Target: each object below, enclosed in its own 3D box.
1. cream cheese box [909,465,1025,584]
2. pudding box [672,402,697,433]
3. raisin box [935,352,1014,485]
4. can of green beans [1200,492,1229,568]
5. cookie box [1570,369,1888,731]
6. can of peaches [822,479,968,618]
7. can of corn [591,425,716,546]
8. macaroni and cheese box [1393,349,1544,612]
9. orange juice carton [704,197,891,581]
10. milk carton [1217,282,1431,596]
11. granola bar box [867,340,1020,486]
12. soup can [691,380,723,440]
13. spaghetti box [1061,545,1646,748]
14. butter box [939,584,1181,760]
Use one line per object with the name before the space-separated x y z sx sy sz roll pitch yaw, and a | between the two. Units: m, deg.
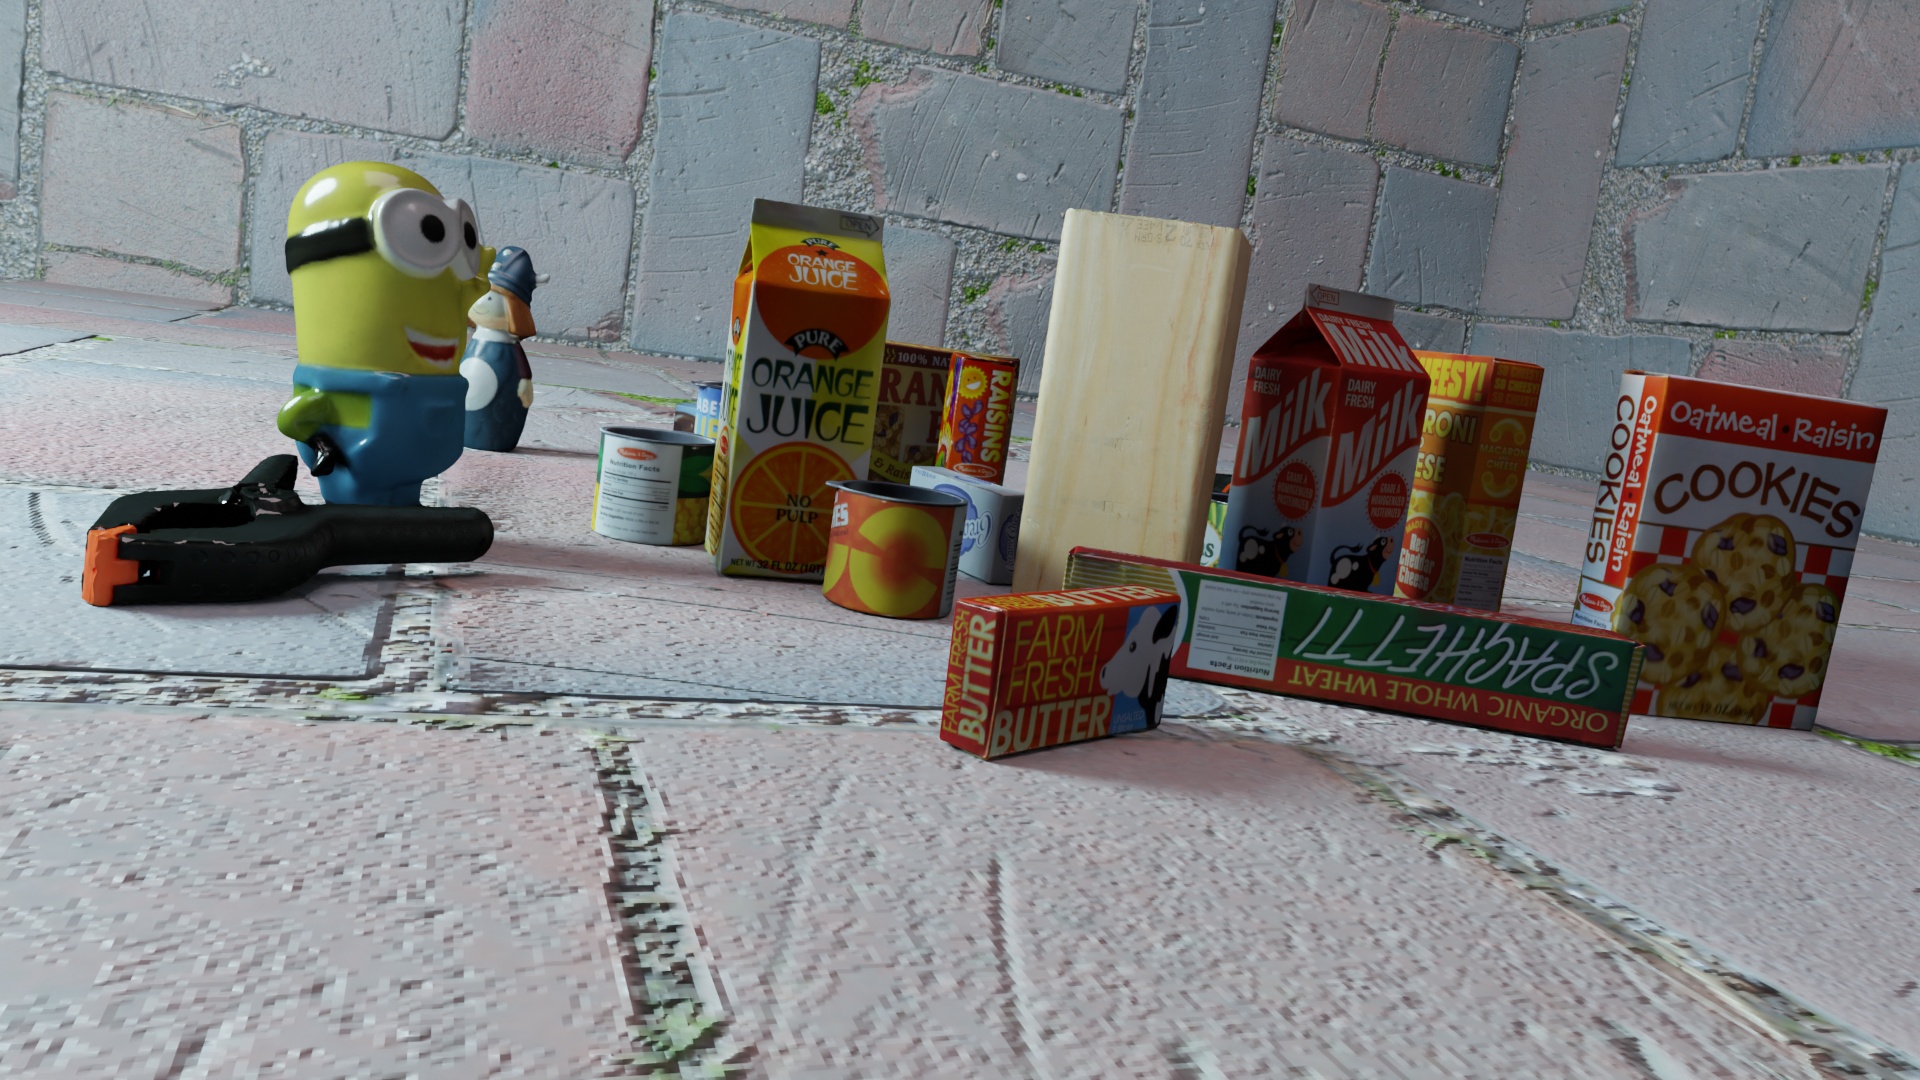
cream cheese box | 0.003 -0.010 0.827 0.024 0.053 0.104 3 10 -33
pudding box | -0.192 -0.081 1.120 0.084 0.049 0.030 12 9 27
raisin box | 0.007 -0.066 0.960 0.040 0.123 0.086 7 8 -6
can of green beans | 0.181 0.003 0.887 0.071 0.057 0.071 8 8 -1
cookie box | 0.379 0.005 0.696 0.123 0.167 0.040 7 8 -10
can of peaches | -0.035 0.003 0.688 0.071 0.058 0.071 8 8 -1
can of corn | -0.172 -0.032 0.789 0.071 0.058 0.071 8 8 -1
macaroni and cheese box | 0.294 -0.033 0.866 0.040 0.166 0.124 5 9 -18
orange juice carton | -0.086 -0.079 0.730 0.072 0.192 0.073 5 8 -18
milk carton | 0.204 -0.044 0.778 0.072 0.190 0.073 3 10 -32
granola bar box | -0.034 -0.085 1.044 0.166 0.124 0.039 1 11 -41
soup can | -0.146 -0.060 0.915 0.071 0.083 0.071 8 8 -1
spaghetti box | 0.169 0.047 0.620 0.250 0.050 0.029 9 8 6
butter box | 0.038 0.045 0.501 0.024 0.053 0.104 16 11 43
